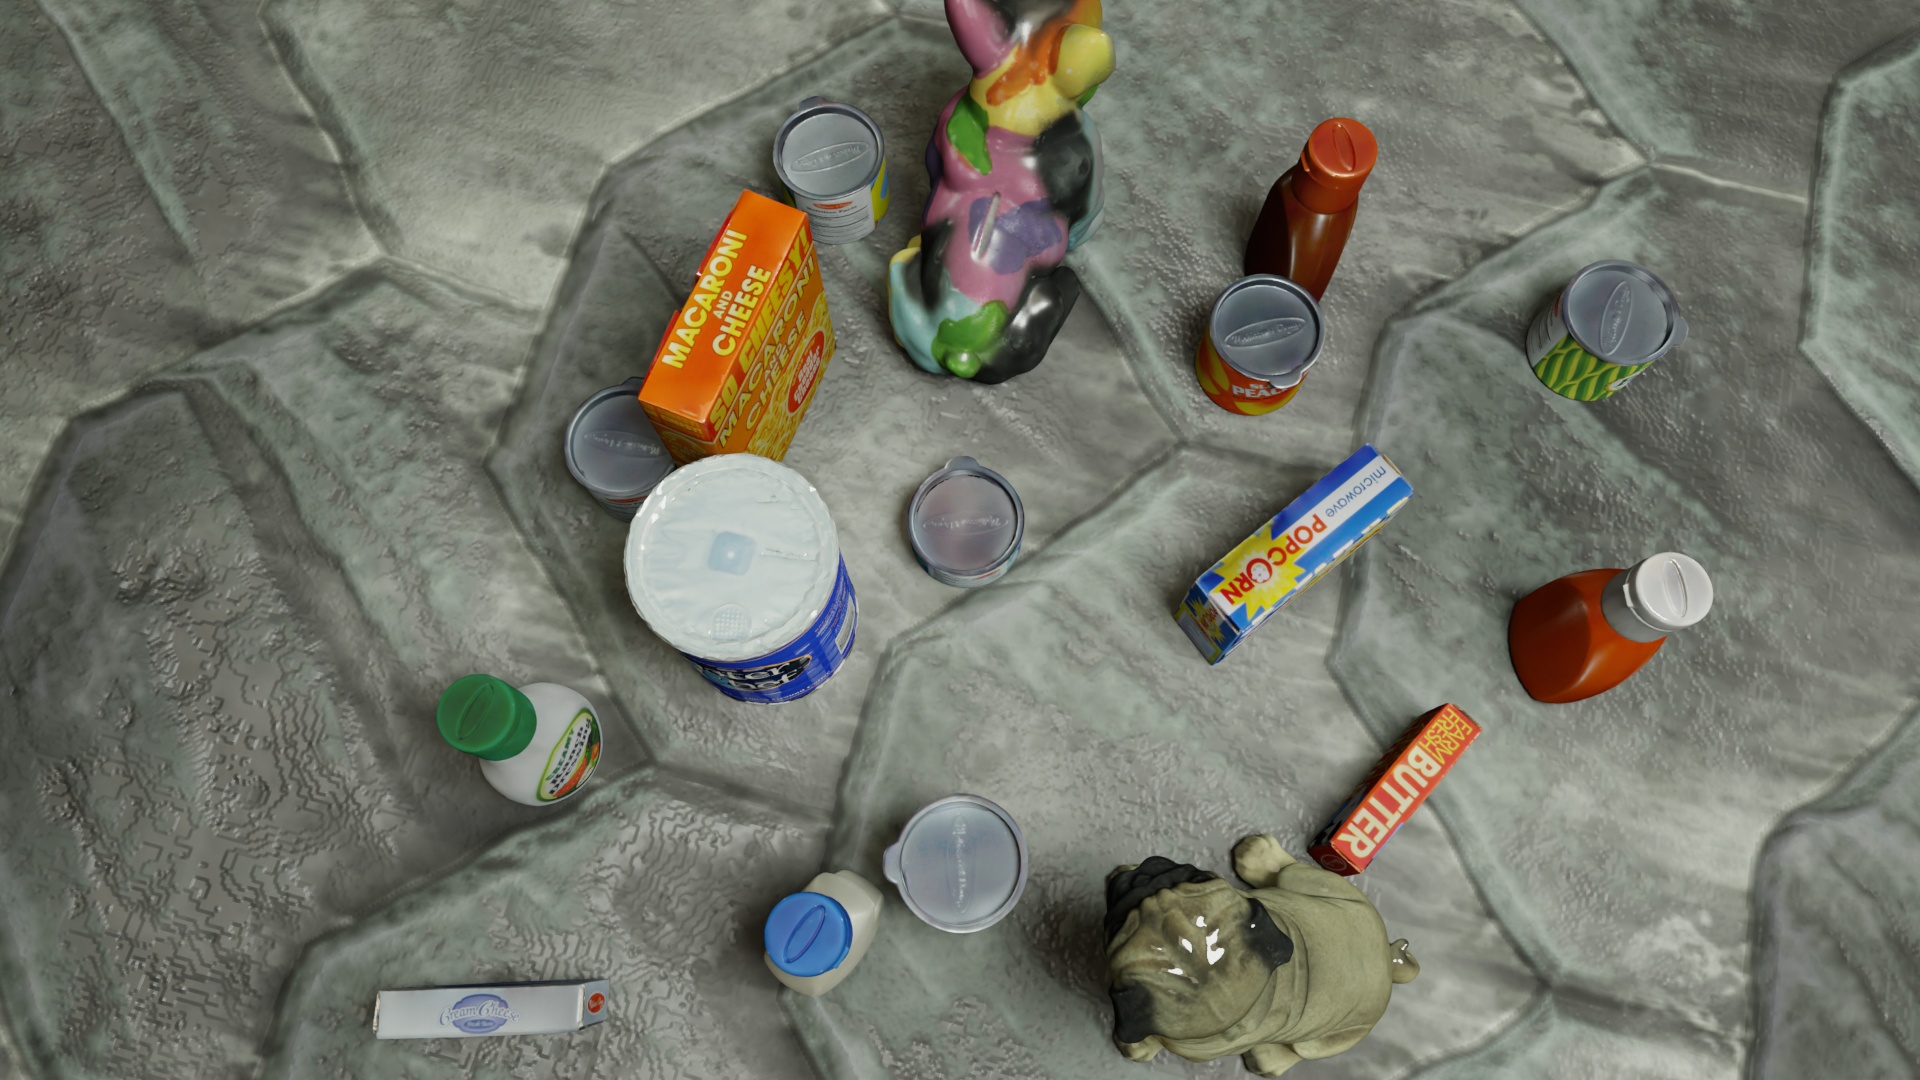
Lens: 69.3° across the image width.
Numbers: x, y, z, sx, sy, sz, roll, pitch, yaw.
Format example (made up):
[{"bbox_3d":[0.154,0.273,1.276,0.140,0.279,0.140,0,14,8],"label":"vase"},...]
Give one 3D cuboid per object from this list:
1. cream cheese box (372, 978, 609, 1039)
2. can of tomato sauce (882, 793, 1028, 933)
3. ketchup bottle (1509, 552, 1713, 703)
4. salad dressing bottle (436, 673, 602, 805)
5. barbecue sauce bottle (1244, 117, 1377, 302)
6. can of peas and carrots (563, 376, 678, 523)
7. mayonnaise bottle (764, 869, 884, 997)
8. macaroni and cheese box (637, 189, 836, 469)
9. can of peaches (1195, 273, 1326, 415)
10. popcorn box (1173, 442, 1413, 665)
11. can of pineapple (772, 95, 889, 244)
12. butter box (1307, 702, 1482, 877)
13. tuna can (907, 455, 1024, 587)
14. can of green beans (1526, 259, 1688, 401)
[{"bbox_3d":[-0.237,0.239,0.710,0.104,0.053,0.024,-2,74,-1],"label":"cream cheese box"},{"bbox_3d":[-0.002,0.168,0.715,0.071,0.083,0.071,0,74,0],"label":"can of tomato sauce"},{"bbox_3d":[0.332,0.043,0.718,0.043,0.148,0.065,-4,74,-1],"label":"ketchup bottle"},{"bbox_3d":[-0.222,0.098,0.702,0.044,0.147,0.064,24,76,7],"label":"salad dressing bottle"},{"bbox_3d":[0.196,-0.182,0.784,0.044,0.148,0.065,-9,74,-2],"label":"barbecue sauce bottle"},{"bbox_3d":[-0.185,-0.050,0.792,0.071,0.058,0.071,0,74,0],"label":"can of peas and carrots"},{"bbox_3d":[-0.068,0.190,0.675,0.041,0.147,0.065,32,77,9],"label":"mayonnaise bottle"},{"bbox_3d":[-0.116,-0.092,0.748,0.040,0.166,0.124,21,75,6],"label":"macaroni and cheese box"},{"bbox_3d":[0.174,-0.111,0.810,0.071,0.058,0.071,0,74,0],"label":"can of peaches"},{"bbox_3d":[0.180,0.009,0.761,0.127,0.085,0.038,-37,77,-10],"label":"popcorn box"},{"bbox_3d":[-0.077,-0.224,0.844,0.071,0.057,0.071,0,74,0],"label":"can of pineapple"},{"bbox_3d":[0.230,0.133,0.741,0.024,0.053,0.104,42,78,11],"label":"butter box"},{"bbox_3d":[0.003,-0.010,0.794,0.071,0.032,0.071,0,74,0],"label":"tuna can"},{"bbox_3d":[0.374,-0.122,0.813,0.071,0.057,0.071,0,74,0],"label":"can of green beans"}]
